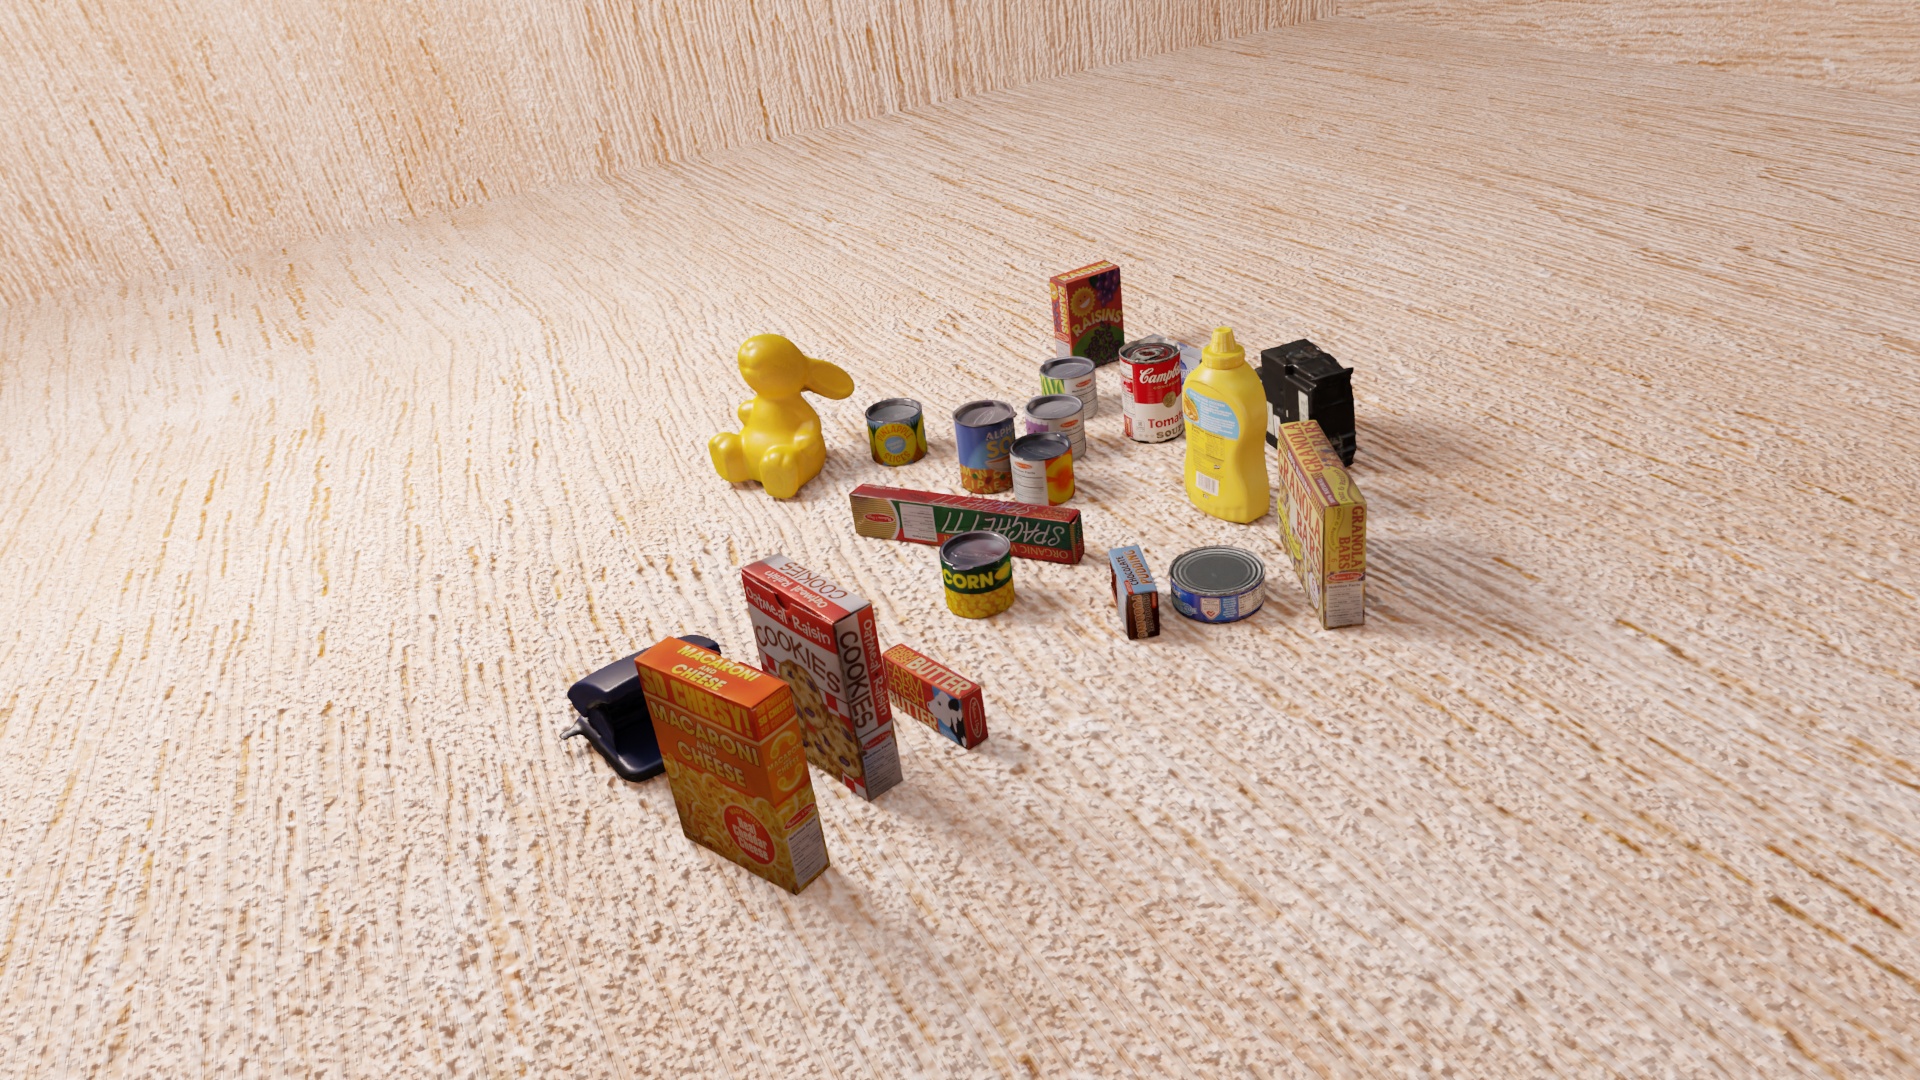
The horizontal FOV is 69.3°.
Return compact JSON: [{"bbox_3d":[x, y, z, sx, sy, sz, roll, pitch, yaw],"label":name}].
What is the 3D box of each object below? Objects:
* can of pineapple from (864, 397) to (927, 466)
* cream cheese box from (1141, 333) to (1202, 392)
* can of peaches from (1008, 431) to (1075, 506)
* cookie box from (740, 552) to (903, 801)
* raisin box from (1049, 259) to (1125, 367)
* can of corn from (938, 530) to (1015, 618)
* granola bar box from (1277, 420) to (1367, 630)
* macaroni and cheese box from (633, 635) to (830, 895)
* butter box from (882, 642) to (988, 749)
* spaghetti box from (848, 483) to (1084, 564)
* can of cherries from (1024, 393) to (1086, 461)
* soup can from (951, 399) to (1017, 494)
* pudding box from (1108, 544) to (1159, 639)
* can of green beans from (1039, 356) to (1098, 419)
[{"bbox_3d":[-0.073,-0.123,1.591,0.071,0.057,0.071,-6,29,3],"label":"can of pineapple"},{"bbox_3d":[0.261,-0.210,1.670,0.024,0.053,0.104,-24,33,-27],"label":"cream cheese box"},{"bbox_3d":[0.088,-0.076,1.467,0.071,0.057,0.071,-6,29,3],"label":"can of peaches"},{"bbox_3d":[-0.108,0.105,1.079,0.040,0.166,0.123,-28,35,-33],"label":"cookie box"},{"bbox_3d":[0.161,-0.281,1.749,0.086,0.122,0.040,-21,31,-23],"label":"raisin box"},{"bbox_3d":[0.015,0.033,1.290,0.071,0.058,0.071,-6,29,3],"label":"can of corn"},{"bbox_3d":[0.320,-0.017,1.240,0.039,0.123,0.166,-7,29,2],"label":"granola bar box"},{"bbox_3d":[-0.163,0.160,0.996,0.124,0.165,0.040,16,36,36],"label":"macaroni and cheese box"},{"bbox_3d":[-0.022,0.126,1.138,0.024,0.053,0.103,-28,35,-32],"label":"butter box"},{"bbox_3d":[0.005,-0.017,1.391,0.250,0.050,0.029,8,32,25],"label":"spaghetti box"},{"bbox_3d":[0.105,-0.125,1.551,0.071,0.058,0.072,-6,29,3],"label":"can of cherries"},{"bbox_3d":[0.031,-0.101,1.499,0.071,0.083,0.072,-6,29,3],"label":"soup can"},{"bbox_3d":[0.155,0.045,1.244,0.030,0.049,0.084,-9,29,-2],"label":"pudding box"},{"bbox_3d":[0.129,-0.178,1.641,0.071,0.057,0.071,-6,29,3],"label":"can of green beans"}]
